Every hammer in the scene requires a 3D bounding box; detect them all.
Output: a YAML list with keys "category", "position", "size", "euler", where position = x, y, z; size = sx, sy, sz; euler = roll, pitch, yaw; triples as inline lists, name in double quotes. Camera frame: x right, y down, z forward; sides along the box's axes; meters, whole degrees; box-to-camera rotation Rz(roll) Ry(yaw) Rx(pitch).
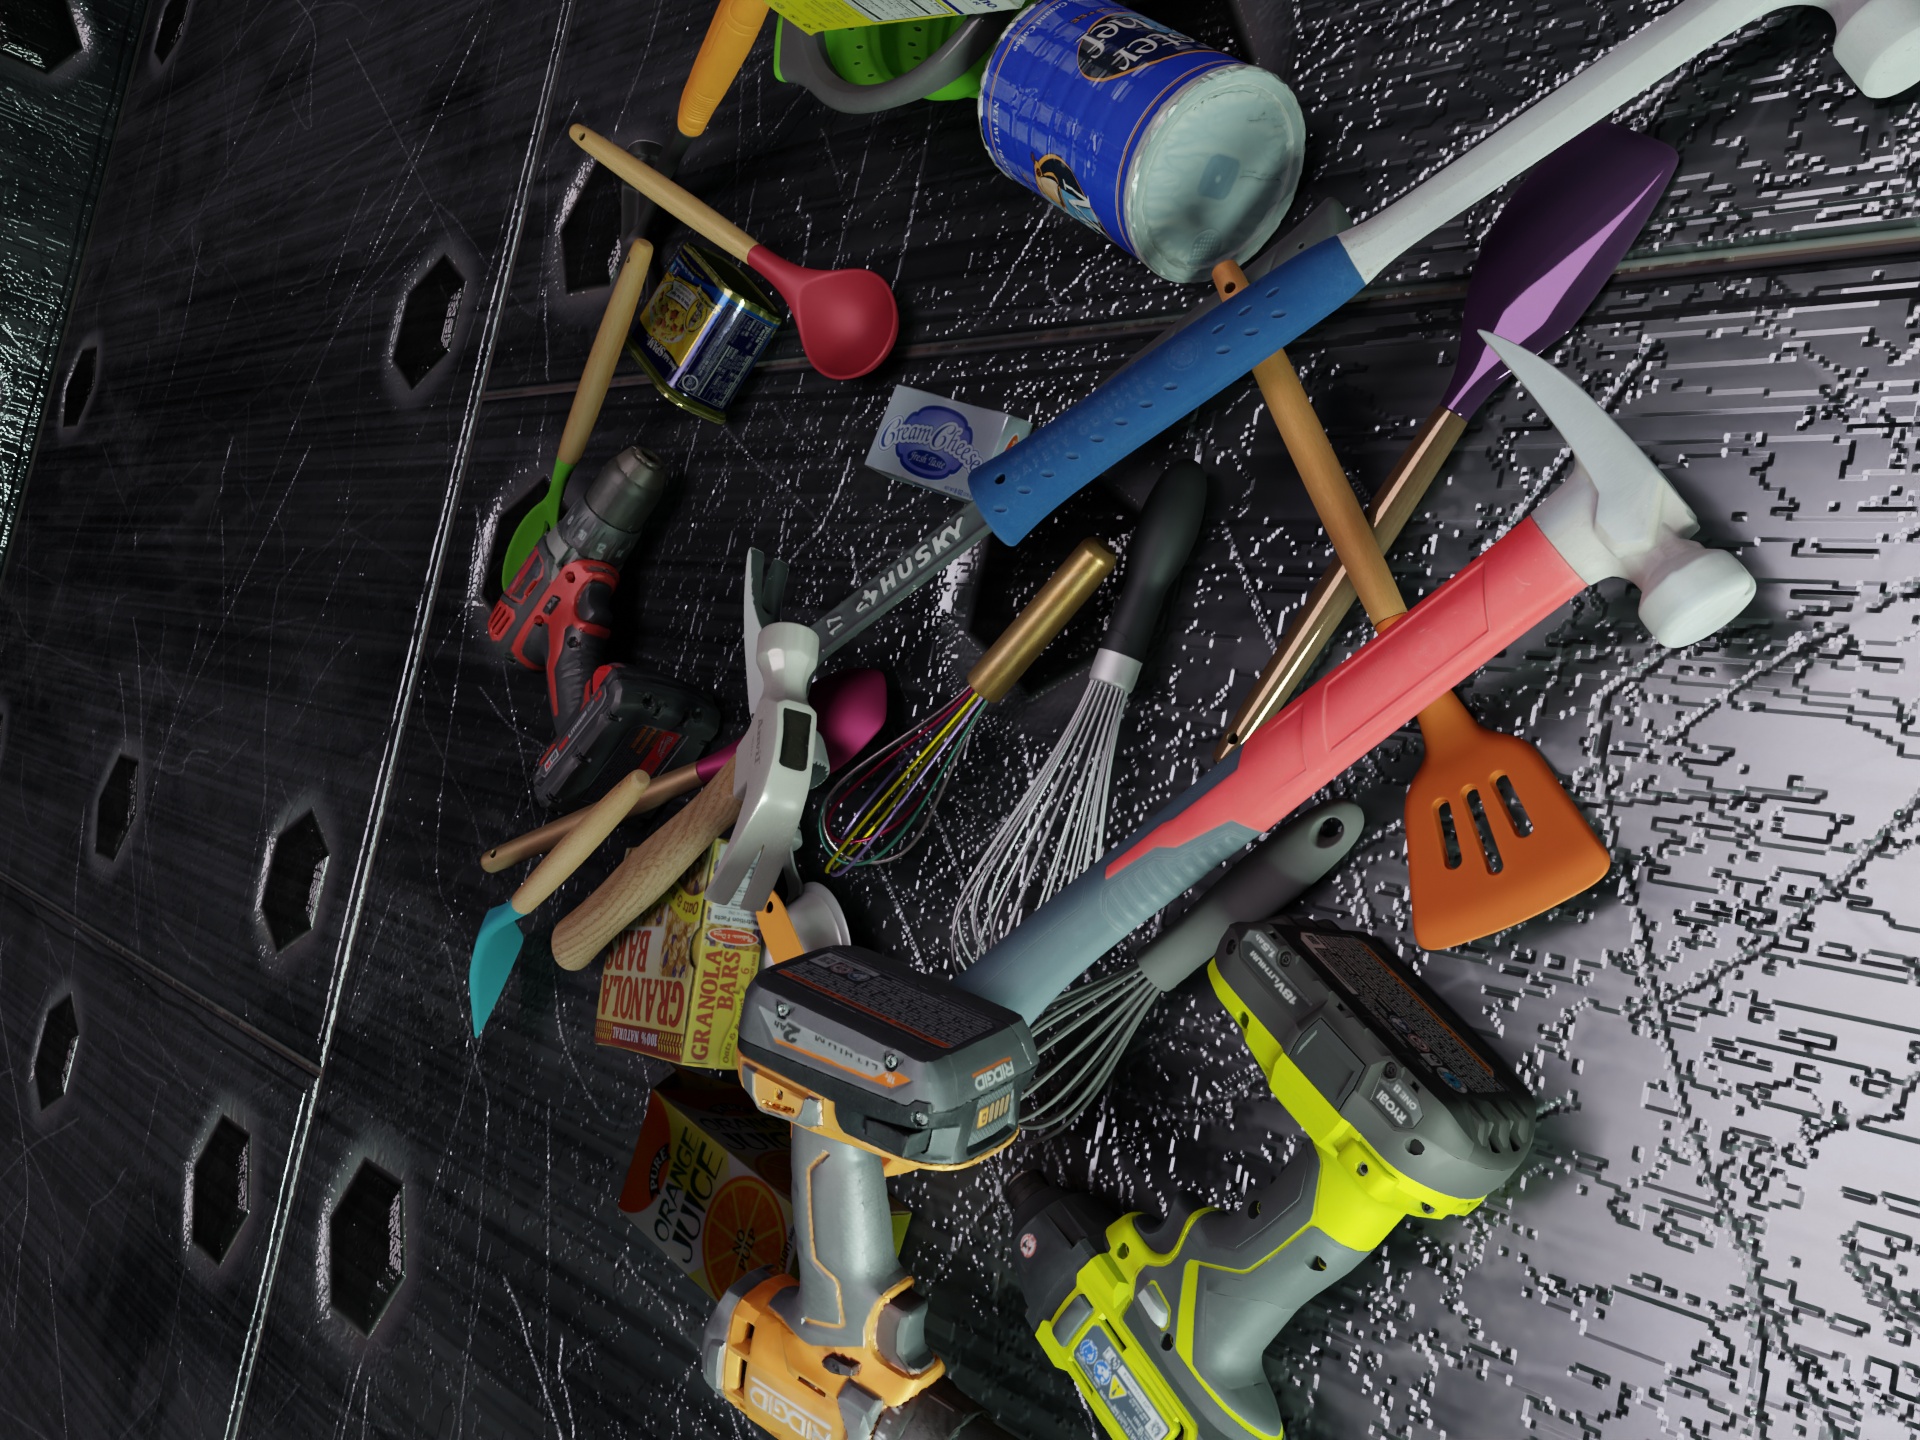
- category: "hammer"
  position: [0.172, -0.204, 0.668]
  size: [0.405, 0.035, 0.144]
  euler: [-32, 65, 21]
- category: "hammer"
  position: [0.030, -0.124, 0.819]
  size: [0.409, 0.036, 0.149]
  euler: [-35, 54, 27]
- category: "hammer"
  position: [-0.171, -0.411, 1.051]
  size: [0.337, 0.034, 0.127]
  euler: [147, 125, -60]
- category: "hammer"
  position: [-0.162, 0.076, 0.874]
  size: [0.331, 0.031, 0.130]
  euler: [-39, 42, 49]
- category: "hammer"
  position: [0.116, 0.014, 0.662]
  size: [0.386, 0.038, 0.143]
  euler: [-42, 59, 24]

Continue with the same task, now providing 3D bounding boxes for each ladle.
- category: "ladle"
  position: [-0.151, -0.312, 1.027]
  size: [0.316, 0.031, 0.069]
  euler: [39, 102, 23]

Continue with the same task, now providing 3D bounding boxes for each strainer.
- category: "strainer"
  position: [-0.103, 0.077, 0.926]
  size: [0.087, 0.050, 0.259]
  euler: [-47, 46, 44]

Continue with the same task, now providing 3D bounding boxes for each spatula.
- category: "spatula"
  position: [-0.254, 0.108, 0.994]
  size: [0.317, 0.044, 0.082]
  euler: [-40, 25, 45]
- category: "spatula"
  position: [0.198, -0.112, 0.694]
  size: [0.060, 0.018, 0.316]
  euler: [40, 106, 35]
- category: "spatula"
  position: [0.169, -0.065, 0.672]
  size: [0.081, 0.041, 0.323]
  euler: [-30, 69, 28]

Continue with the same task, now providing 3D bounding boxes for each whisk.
- category: "whisk"
  position: [-0.001, -0.004, 0.837]
  size: [0.245, 0.047, 0.051]
  euler: [-49, 55, 25]
- category: "whisk"
  position: [0.090, 0.115, 0.720]
  size: [0.239, 0.055, 0.055]
  euler: [-44, 52, 21]
- category: "whisk"
  position: [0.065, 0.006, 0.771]
  size: [0.070, 0.070, 0.284]
  euler: [19, 88, 46]

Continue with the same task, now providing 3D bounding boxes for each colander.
- category: "colander"
  position: [0.060, -0.434, 0.866]
  size: [0.397, 0.094, 0.204]
  euler: [-2, 77, 44]

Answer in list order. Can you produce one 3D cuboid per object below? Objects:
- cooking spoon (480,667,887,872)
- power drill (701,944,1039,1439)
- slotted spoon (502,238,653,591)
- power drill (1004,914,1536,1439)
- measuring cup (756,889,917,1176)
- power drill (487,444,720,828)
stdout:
- category: "cooking spoon"
  position: [-0.175, 0.040, 0.963]
  size: [0.319, 0.017, 0.069]
  euler: [-22, 53, 26]
- category: "power drill"
  position: [-0.024, 0.231, 0.681]
  size: [0.185, 0.084, 0.226]
  euler: [17, 107, 35]
- category: "slotted spoon"
  position: [-0.270, -0.204, 1.126]
  size: [0.313, 0.031, 0.070]
  euler: [-58, 45, 38]
- category: "power drill"
  position: [0.111, 0.196, 0.654]
  size: [0.171, 0.080, 0.223]
  euler: [49, 116, 40]
- category: "measuring cup"
  position: [-0.058, 0.158, 0.838]
  size: [0.095, 0.052, 0.174]
  euler: [-46, 56, 24]
- category: "power drill"
  position: [-0.237, -0.061, 1.072]
  size: [0.188, 0.080, 0.227]
  euler: [-49, 46, 23]
